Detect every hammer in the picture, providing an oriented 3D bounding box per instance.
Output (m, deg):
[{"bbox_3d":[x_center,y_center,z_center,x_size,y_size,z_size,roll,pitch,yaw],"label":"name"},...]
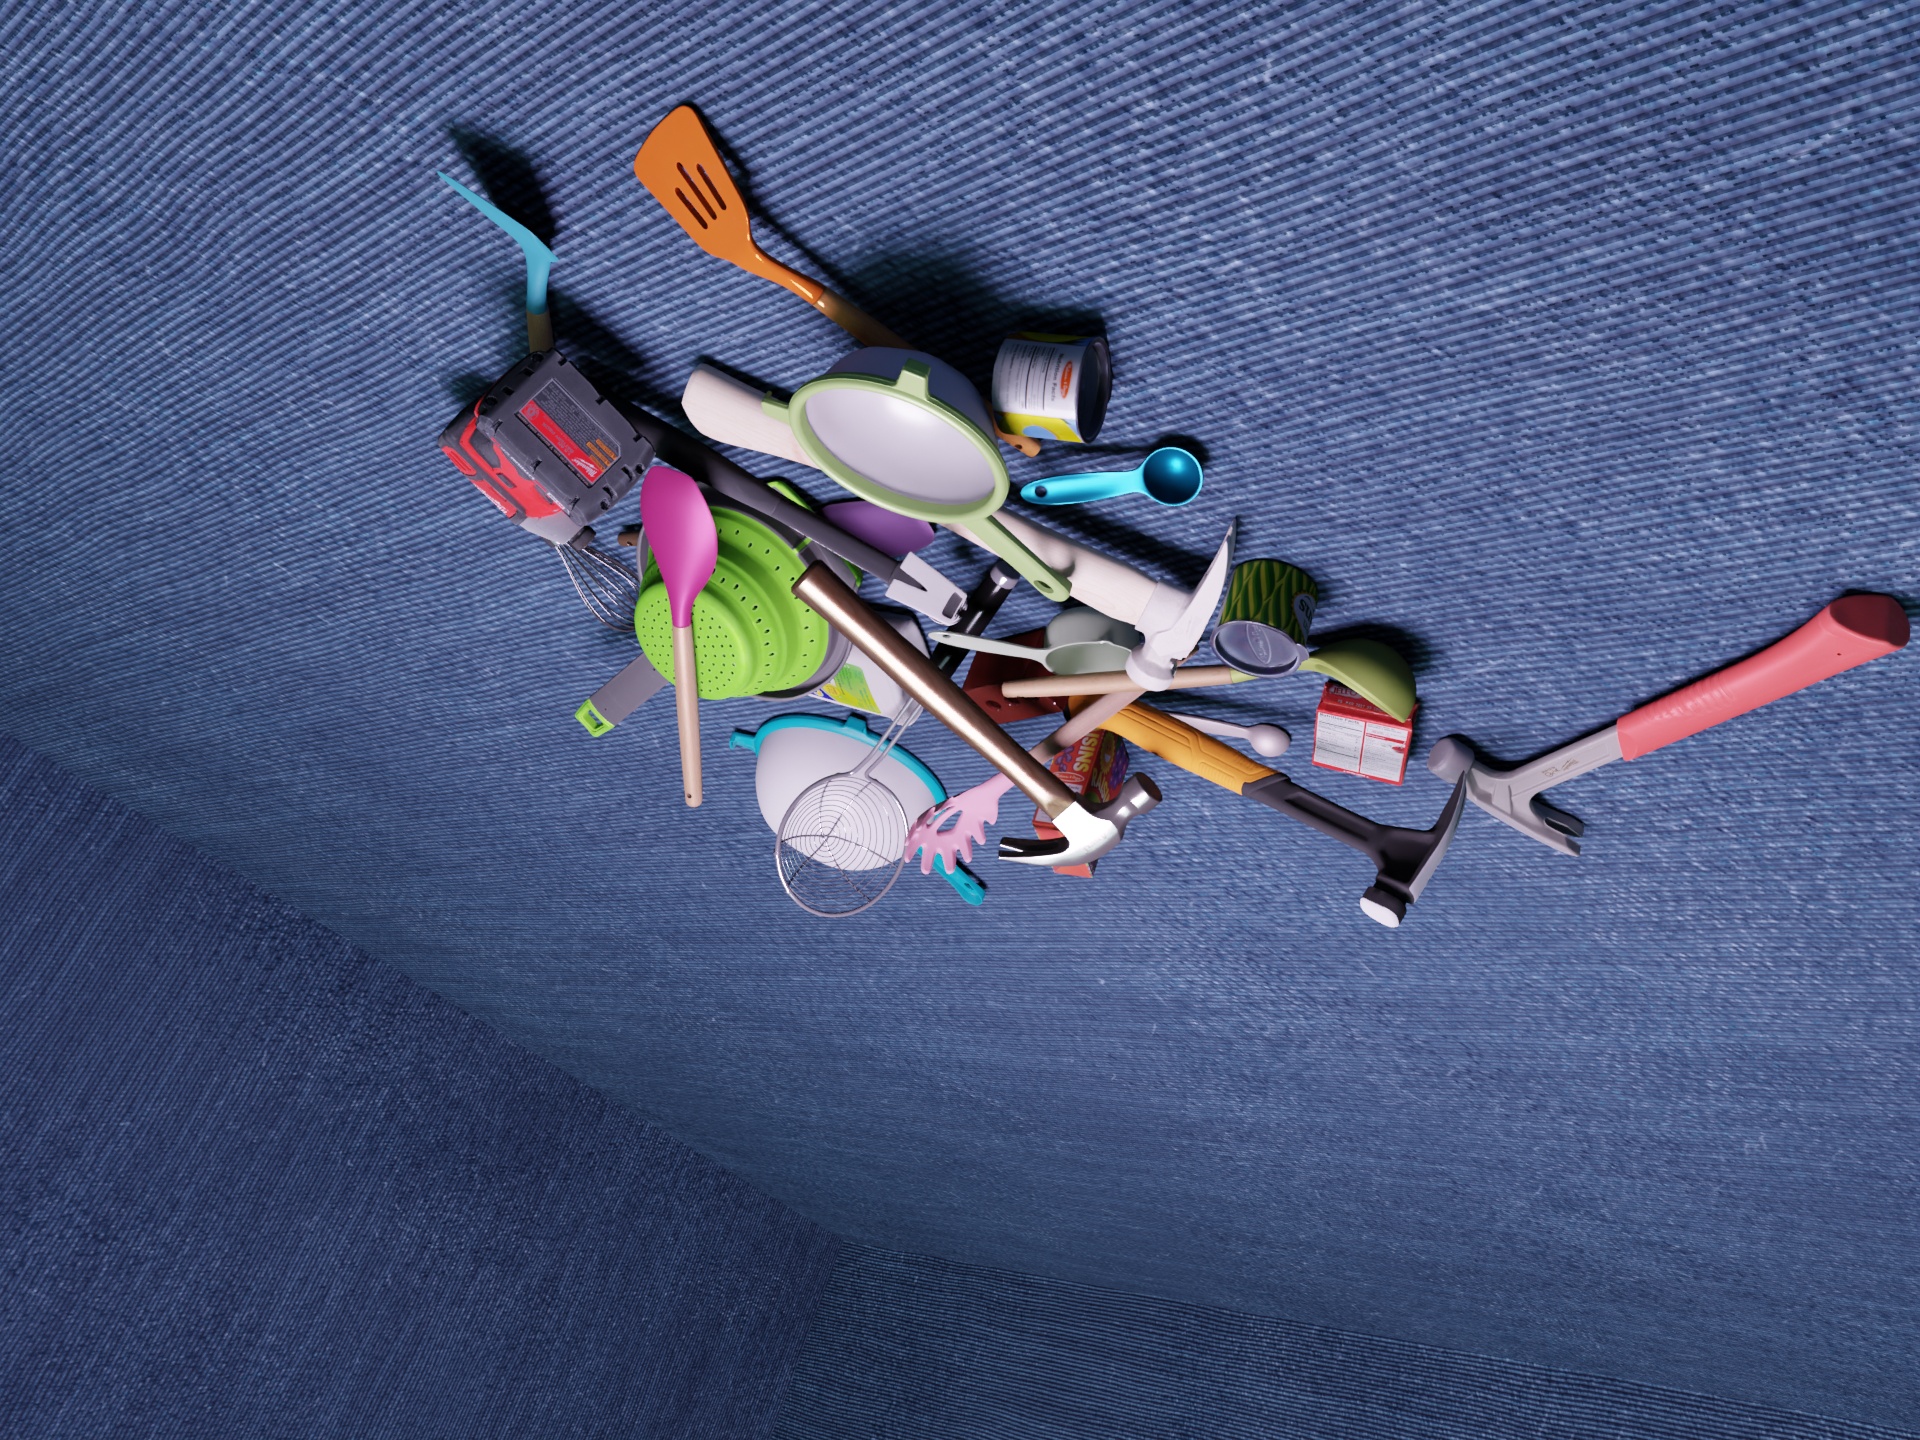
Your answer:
[{"bbox_3d":[-0.002,-0.004,1.257,0.331,0.031,0.130,41,114,-11],"label":"hammer"},{"bbox_3d":[0.496,0.006,1.106,0.149,0.037,0.359,28,151,-12],"label":"hammer"},{"bbox_3d":[0.224,0.035,1.252,0.337,0.127,0.034,27,162,31],"label":"hammer"},{"bbox_3d":[-0.148,-0.166,1.180,0.335,0.035,0.146,30,-177,7],"label":"hammer"},{"bbox_3d":[-0.006,-0.163,1.142,0.410,0.038,0.146,26,132,1],"label":"hammer"}]

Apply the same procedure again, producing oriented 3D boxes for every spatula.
[{"bbox_3d":[-0.159,-0.153,1.300,0.316,0.018,0.059,2,141,31],"label":"spatula"},{"bbox_3d":[-0.070,-0.270,1.037,0.322,0.041,0.081,31,151,-25],"label":"spatula"},{"bbox_3d":[-0.317,-0.280,1.164,0.082,0.044,0.317,34,154,8],"label":"spatula"}]

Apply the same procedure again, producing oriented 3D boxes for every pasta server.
[{"bbox_3d":[0.071,0.029,1.302,0.060,0.040,0.316,36,123,-29],"label":"pasta server"}]

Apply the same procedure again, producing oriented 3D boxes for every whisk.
[{"bbox_3d":[-0.355,-0.161,1.397,0.055,0.055,0.238,-7,136,42],"label":"whisk"}]

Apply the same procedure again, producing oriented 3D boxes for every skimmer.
[{"bbox_3d":[-0.042,0.023,1.316,0.127,0.090,0.363,12,133,-29],"label":"skimmer"}]

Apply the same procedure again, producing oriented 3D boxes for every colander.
[{"bbox_3d":[-0.247,-0.053,1.350,0.204,0.094,0.397,49,134,-10],"label":"colander"}]

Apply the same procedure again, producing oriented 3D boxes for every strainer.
[{"bbox_3d":[0.002,-0.171,1.061,0.151,0.069,0.256,0,152,45],"label":"strainer"},{"bbox_3d":[-0.090,0.127,1.651,0.211,0.095,0.340,-7,139,41],"label":"strainer"}]

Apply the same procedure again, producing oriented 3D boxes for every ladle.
[{"bbox_3d":[0.181,-0.022,1.206,0.320,0.062,0.078,-3,169,24],"label":"ladle"}]

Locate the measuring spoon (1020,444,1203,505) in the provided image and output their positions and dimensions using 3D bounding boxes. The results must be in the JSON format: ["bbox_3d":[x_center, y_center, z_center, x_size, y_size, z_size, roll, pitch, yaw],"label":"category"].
[{"bbox_3d":[0.103,-0.164,1.080,0.128,0.021,0.042,-3,119,22],"label":"measuring spoon"}]

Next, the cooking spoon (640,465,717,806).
[{"bbox_3d":[-0.217,-0.056,1.249,0.069,0.017,0.318,20,131,20],"label":"cooking spoon"}]

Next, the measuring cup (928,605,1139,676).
[{"bbox_3d":[0.059,-0.068,1.235,0.167,0.038,0.083,8,158,-8],"label":"measuring cup"}]

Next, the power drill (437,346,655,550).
[{"bbox_3d":[-0.317,-0.195,1.213,0.143,0.078,0.220,46,161,-18],"label":"power drill"}]

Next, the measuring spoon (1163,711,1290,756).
[{"bbox_3d":[0.212,0.012,1.327,0.124,0.018,0.034,11,150,21],"label":"measuring spoon"}]
